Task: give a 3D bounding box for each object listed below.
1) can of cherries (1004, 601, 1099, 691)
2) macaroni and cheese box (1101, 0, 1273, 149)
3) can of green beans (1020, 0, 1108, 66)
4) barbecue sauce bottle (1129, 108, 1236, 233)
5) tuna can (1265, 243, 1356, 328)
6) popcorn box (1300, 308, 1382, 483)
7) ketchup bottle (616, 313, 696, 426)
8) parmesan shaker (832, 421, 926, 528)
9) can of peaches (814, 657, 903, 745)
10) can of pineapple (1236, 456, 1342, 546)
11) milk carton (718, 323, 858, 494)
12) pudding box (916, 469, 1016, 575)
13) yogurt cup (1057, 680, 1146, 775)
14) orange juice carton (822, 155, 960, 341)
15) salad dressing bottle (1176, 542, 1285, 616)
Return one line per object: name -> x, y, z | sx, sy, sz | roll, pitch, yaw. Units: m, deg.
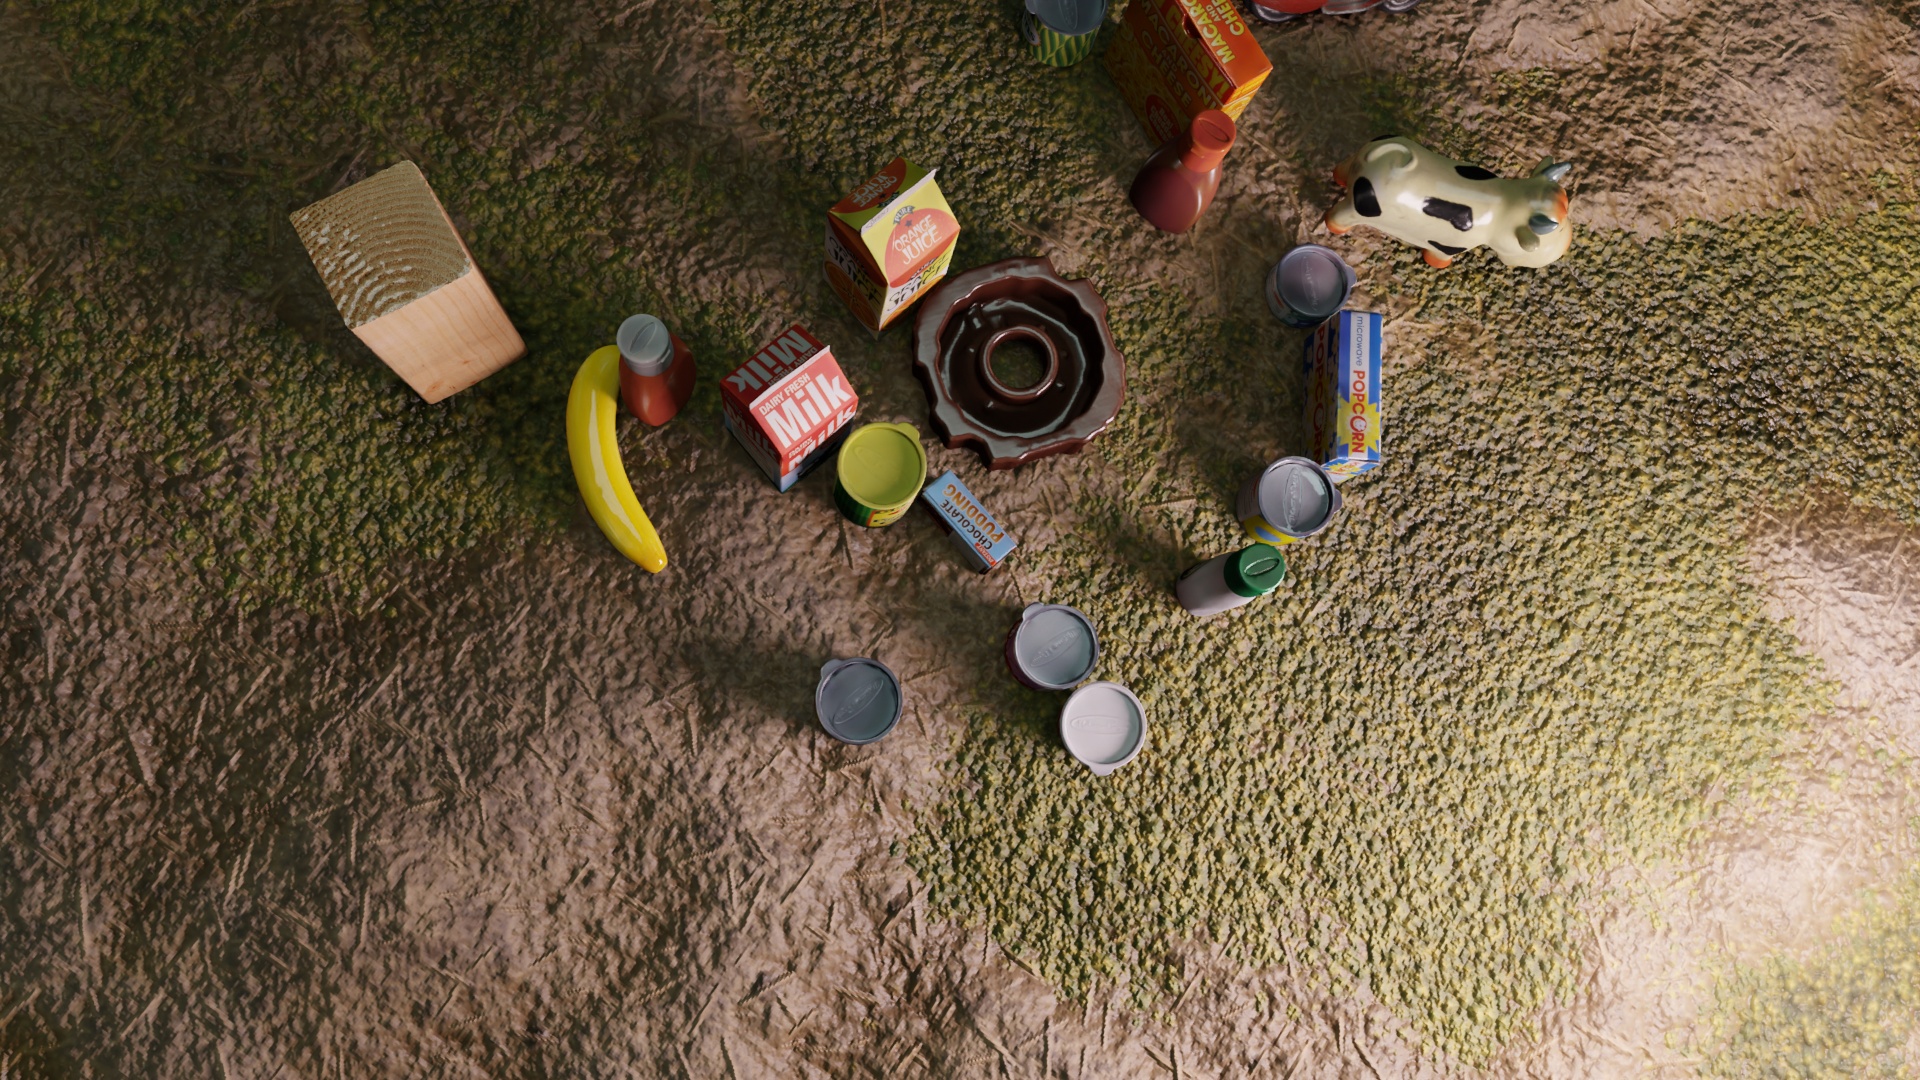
can of cherries -> 0.070, 0.083, 1.096 | 0.071, 0.058, 0.071 | 1, 81, -7
macaroni and cheese box -> 0.179, -0.386, 1.128 | 0.040, 0.166, 0.124 | -31, 86, -10
can of green beans -> 0.087, -0.447, 1.182 | 0.071, 0.057, 0.071 | 1, 81, -7
barbecue sauce bottle -> 0.183, -0.300, 1.124 | 0.065, 0.148, 0.044 | 37, 79, 0
tuna can -> 0.298, -0.217, 1.184 | 0.071, 0.032, 0.071 | 1, 81, -7
popcorn box -> 0.313, -0.118, 1.144 | 0.038, 0.085, 0.127 | 5, 81, -6
ketchup bottle -> -0.231, -0.131, 1.047 | 0.043, 0.148, 0.065 | 33, 79, -1
parmesan shaker -> -0.062, -0.050, 1.078 | 0.071, 0.103, 0.071 | 1, 81, -7
can of peaches -> -0.081, 0.123, 1.071 | 0.071, 0.058, 0.071 | 1, 81, -7
can of pineapple -> 0.267, -0.030, 1.138 | 0.071, 0.057, 0.071 | 1, 81, -7
milk carton -> -0.128, -0.099, 1.033 | 0.072, 0.190, 0.073 | -40, 88, -11
pudding box -> 0.004, -0.014, 1.108 | 0.030, 0.049, 0.084 | -41, 88, -11
yogurt cup -> 0.107, 0.146, 1.093 | 0.072, 0.054, 0.072 | 1, 81, -7
orange juice carton -> -0.054, -0.226, 1.061 | 0.072, 0.192, 0.073 | -40, 88, -11
salad dressing bottle -> 0.210, 0.030, 1.076 | 0.064, 0.147, 0.044 | -20, 85, -9
